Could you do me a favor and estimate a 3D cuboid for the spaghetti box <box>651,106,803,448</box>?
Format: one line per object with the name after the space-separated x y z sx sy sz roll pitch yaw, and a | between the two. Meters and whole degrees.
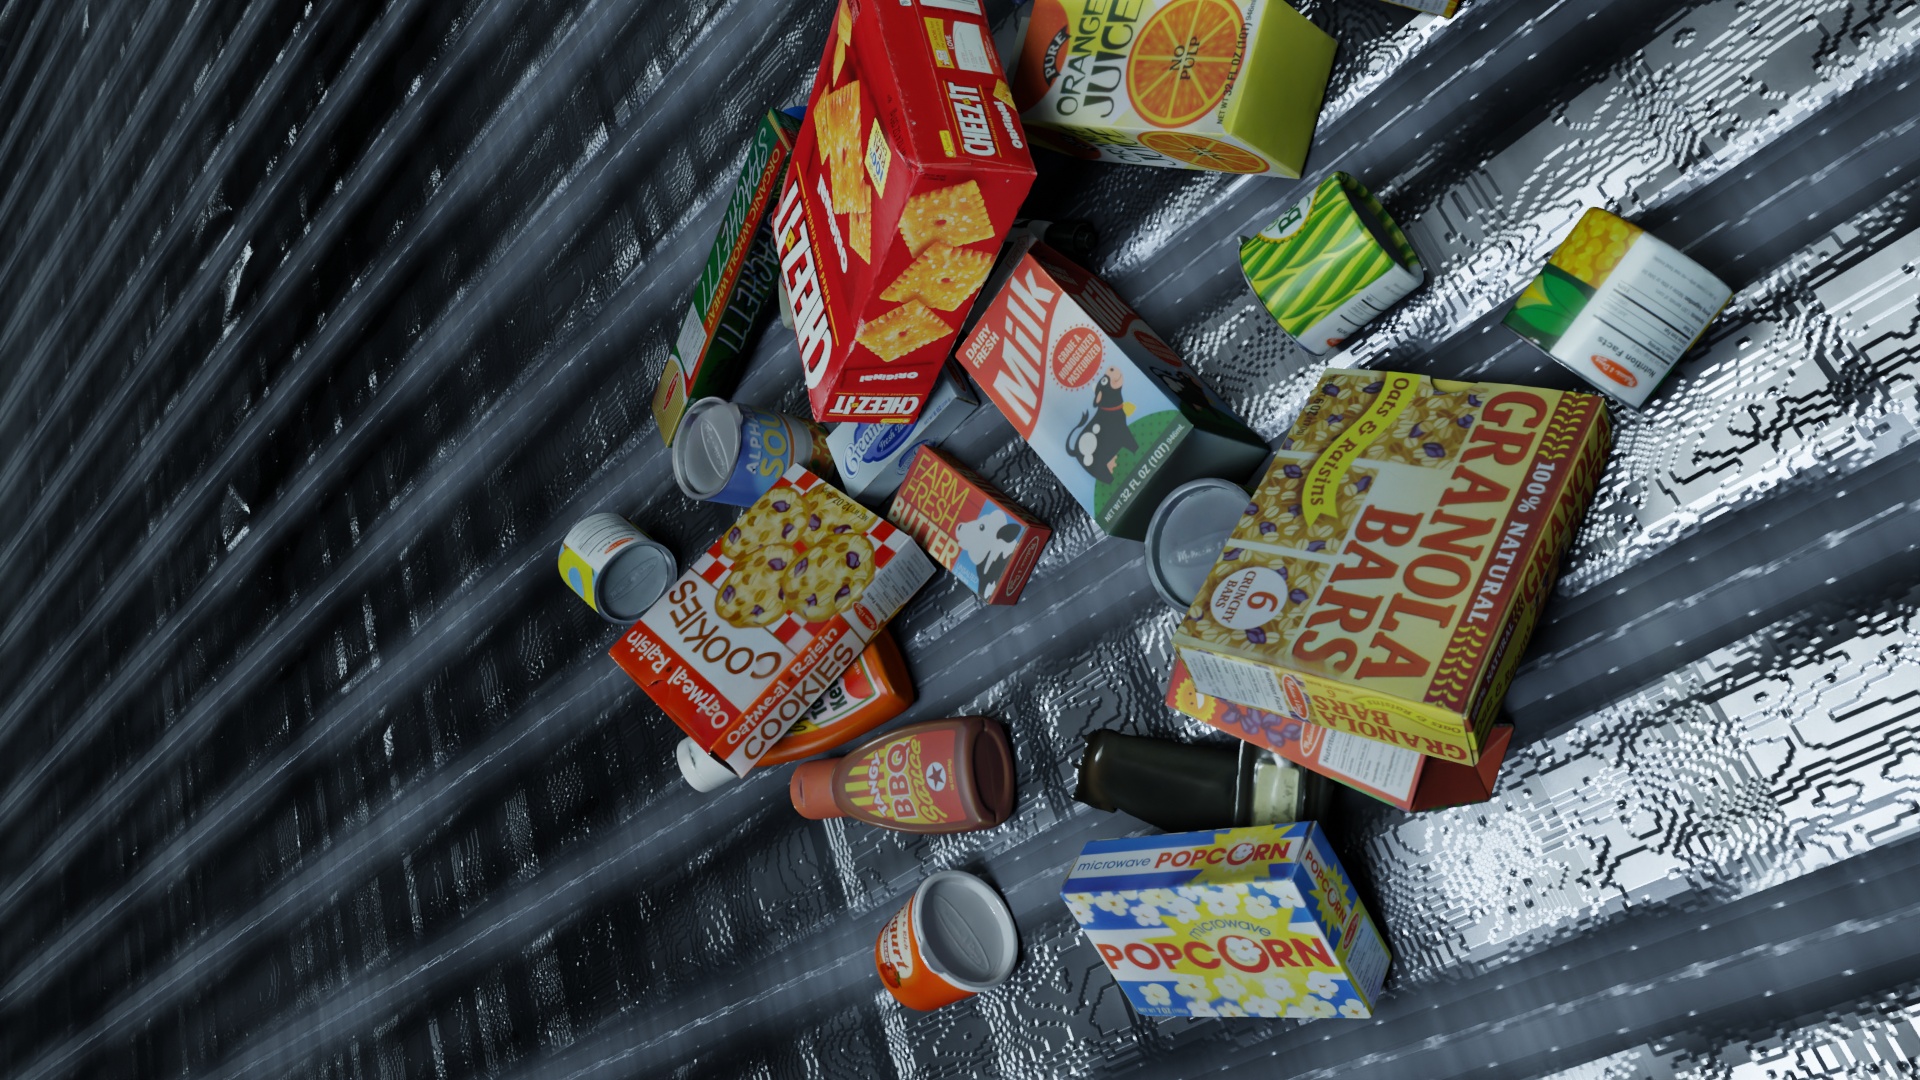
-0.154 -0.169 0.938 0.248 0.029 0.050 -59 42 34 | spaghetti box

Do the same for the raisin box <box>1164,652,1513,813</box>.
0.165 0.076 0.613 0.123 0.086 0.040 21 100 42 | raisin box

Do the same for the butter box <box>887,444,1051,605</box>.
0.003 -0.010 0.813 0.104 0.024 0.053 39 110 38 | butter box

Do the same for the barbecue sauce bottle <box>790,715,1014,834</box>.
-0.037 0.141 0.813 0.148 0.044 0.065 -14 79 40 | barbecue sauce bottle

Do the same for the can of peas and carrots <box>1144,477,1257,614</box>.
0.133 0.008 0.671 0.071 0.059 0.071 -7 80 41 | can of peas and carrots

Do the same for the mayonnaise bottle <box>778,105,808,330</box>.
-0.099 -0.216 0.924 0.064 0.041 0.148 -25 68 44 | mayonnaise bottle

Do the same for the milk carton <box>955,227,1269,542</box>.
0.066 -0.087 0.736 0.072 0.073 0.191 -54 53 23 | milk carton

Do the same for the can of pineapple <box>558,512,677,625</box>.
-0.248 0.021 1.006 0.058 0.071 0.071 31 105 41 | can of pineapple

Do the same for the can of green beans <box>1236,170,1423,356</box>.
0.173 -0.130 0.651 0.057 0.071 0.071 -37 61 31 | can of green beans

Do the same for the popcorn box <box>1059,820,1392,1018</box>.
0.120 0.177 0.641 0.126 0.038 0.085 -16 114 39 | popcorn box

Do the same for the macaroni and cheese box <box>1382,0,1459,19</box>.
0.172 -0.331 0.648 0.166 0.040 0.123 20 97 10 | macaroni and cheese box

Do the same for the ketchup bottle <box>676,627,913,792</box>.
-0.103 0.106 0.848 0.148 0.043 0.065 -30 63 14 | ketchup bottle

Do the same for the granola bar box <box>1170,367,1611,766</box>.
0.181 0.002 0.579 0.124 0.039 0.166 12 57 38 | granola bar box

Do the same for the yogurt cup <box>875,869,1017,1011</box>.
-0.010 0.223 0.764 0.053 0.072 0.072 -45 56 38 | yogurt cup

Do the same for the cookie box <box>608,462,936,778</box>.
-0.115 0.043 0.832 0.168 0.040 0.123 -47 47 -12 | cookie box

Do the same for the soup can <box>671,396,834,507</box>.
-0.131 -0.055 0.900 0.071 0.084 0.071 -7 79 41 | soup can

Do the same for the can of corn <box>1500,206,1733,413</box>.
0.265 -0.095 0.566 0.071 0.071 0.058 47 114 36 | can of corn

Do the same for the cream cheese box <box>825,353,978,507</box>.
-0.038 -0.073 0.860 0.103 0.024 0.053 -43 56 28 | cream cheese box

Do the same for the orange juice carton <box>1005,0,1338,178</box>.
0.092 -0.244 0.737 0.193 0.073 0.071 20 97 42 | orange juice carton
